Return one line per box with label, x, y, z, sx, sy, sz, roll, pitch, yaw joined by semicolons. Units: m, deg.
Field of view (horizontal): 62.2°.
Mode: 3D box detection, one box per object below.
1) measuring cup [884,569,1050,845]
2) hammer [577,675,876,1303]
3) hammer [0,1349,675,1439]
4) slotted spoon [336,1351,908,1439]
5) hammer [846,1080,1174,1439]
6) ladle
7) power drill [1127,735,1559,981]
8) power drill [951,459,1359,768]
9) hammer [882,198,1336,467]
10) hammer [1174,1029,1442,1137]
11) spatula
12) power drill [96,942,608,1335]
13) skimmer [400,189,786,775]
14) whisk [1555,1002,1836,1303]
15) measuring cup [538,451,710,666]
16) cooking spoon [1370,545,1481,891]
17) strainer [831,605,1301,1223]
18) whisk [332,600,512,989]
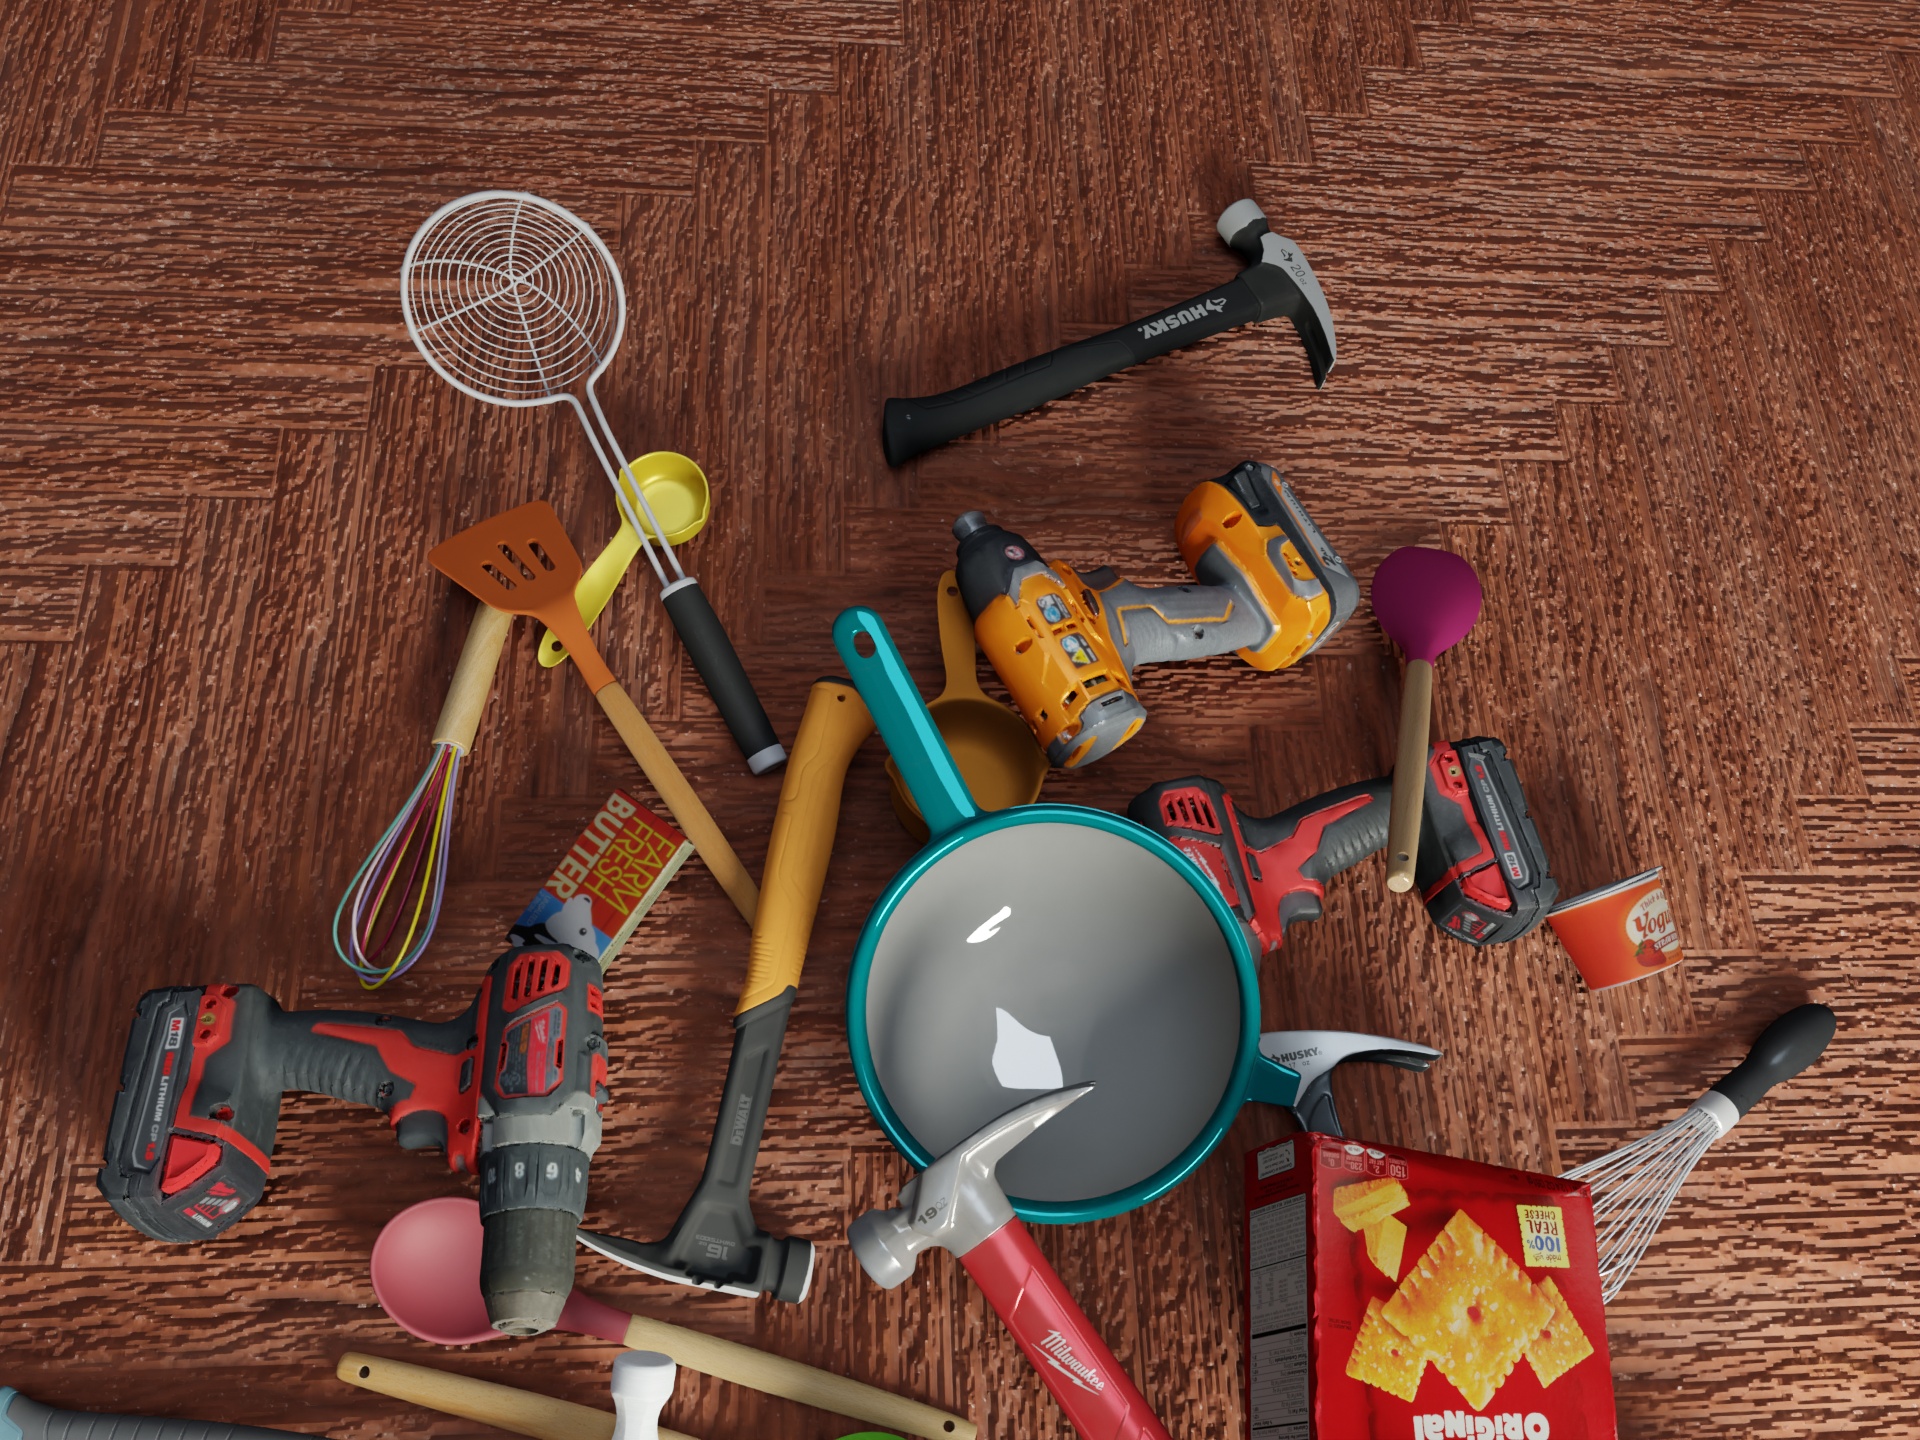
measuring cup;-0.001;-0.003;0.944;0.095;0.052;0.174;-1;64;-7
hammer;-0.109;0.130;0.863;0.127;0.034;0.337;16;69;-10
hammer;-0.306;0.353;0.751;0.331;0.033;0.128;5;82;0
slotted spoon;-0.155;0.358;0.782;0.314;0.031;0.070;14;69;1
hammer;0.112;0.360;0.746;0.143;0.038;0.386;-36;79;0
ladle;-0.143;0.313;0.802;0.315;0.031;0.069;18;62;-1
power drill;0.216;0.091;0.915;0.219;0.078;0.143;-9;67;-7
power drill;0.108;-0.079;0.950;0.226;0.084;0.164;-22;70;-28
hammer;0.097;-0.240;1.067;0.335;0.035;0.146;-24;71;-16
hammer;0.236;0.348;0.801;0.149;0.036;0.409;-9;61;-13
spatula;-0.192;0.004;0.921;0.081;0.041;0.323;-32;82;-24
power drill;-0.288;0.208;0.780;0.226;0.080;0.188;-4;58;-2
skimmer;-0.201;-0.132;0.923;0.127;0.090;0.363;-29;84;6
whisk;0.398;0.238;0.884;0.284;0.070;0.070;-29;73;-23
measuring cup;-0.210;-0.095;0.979;0.062;0.029;0.156;31;79;6
cooking spoon;0.268;-0.015;0.932;0.069;0.017;0.319;10;42;12
strainer;0.021;0.095;0.856;0.211;0.095;0.340;-28;82;3
whisk;-0.298;0.035;0.900;0.051;0.047;0.245;16;61;-13
